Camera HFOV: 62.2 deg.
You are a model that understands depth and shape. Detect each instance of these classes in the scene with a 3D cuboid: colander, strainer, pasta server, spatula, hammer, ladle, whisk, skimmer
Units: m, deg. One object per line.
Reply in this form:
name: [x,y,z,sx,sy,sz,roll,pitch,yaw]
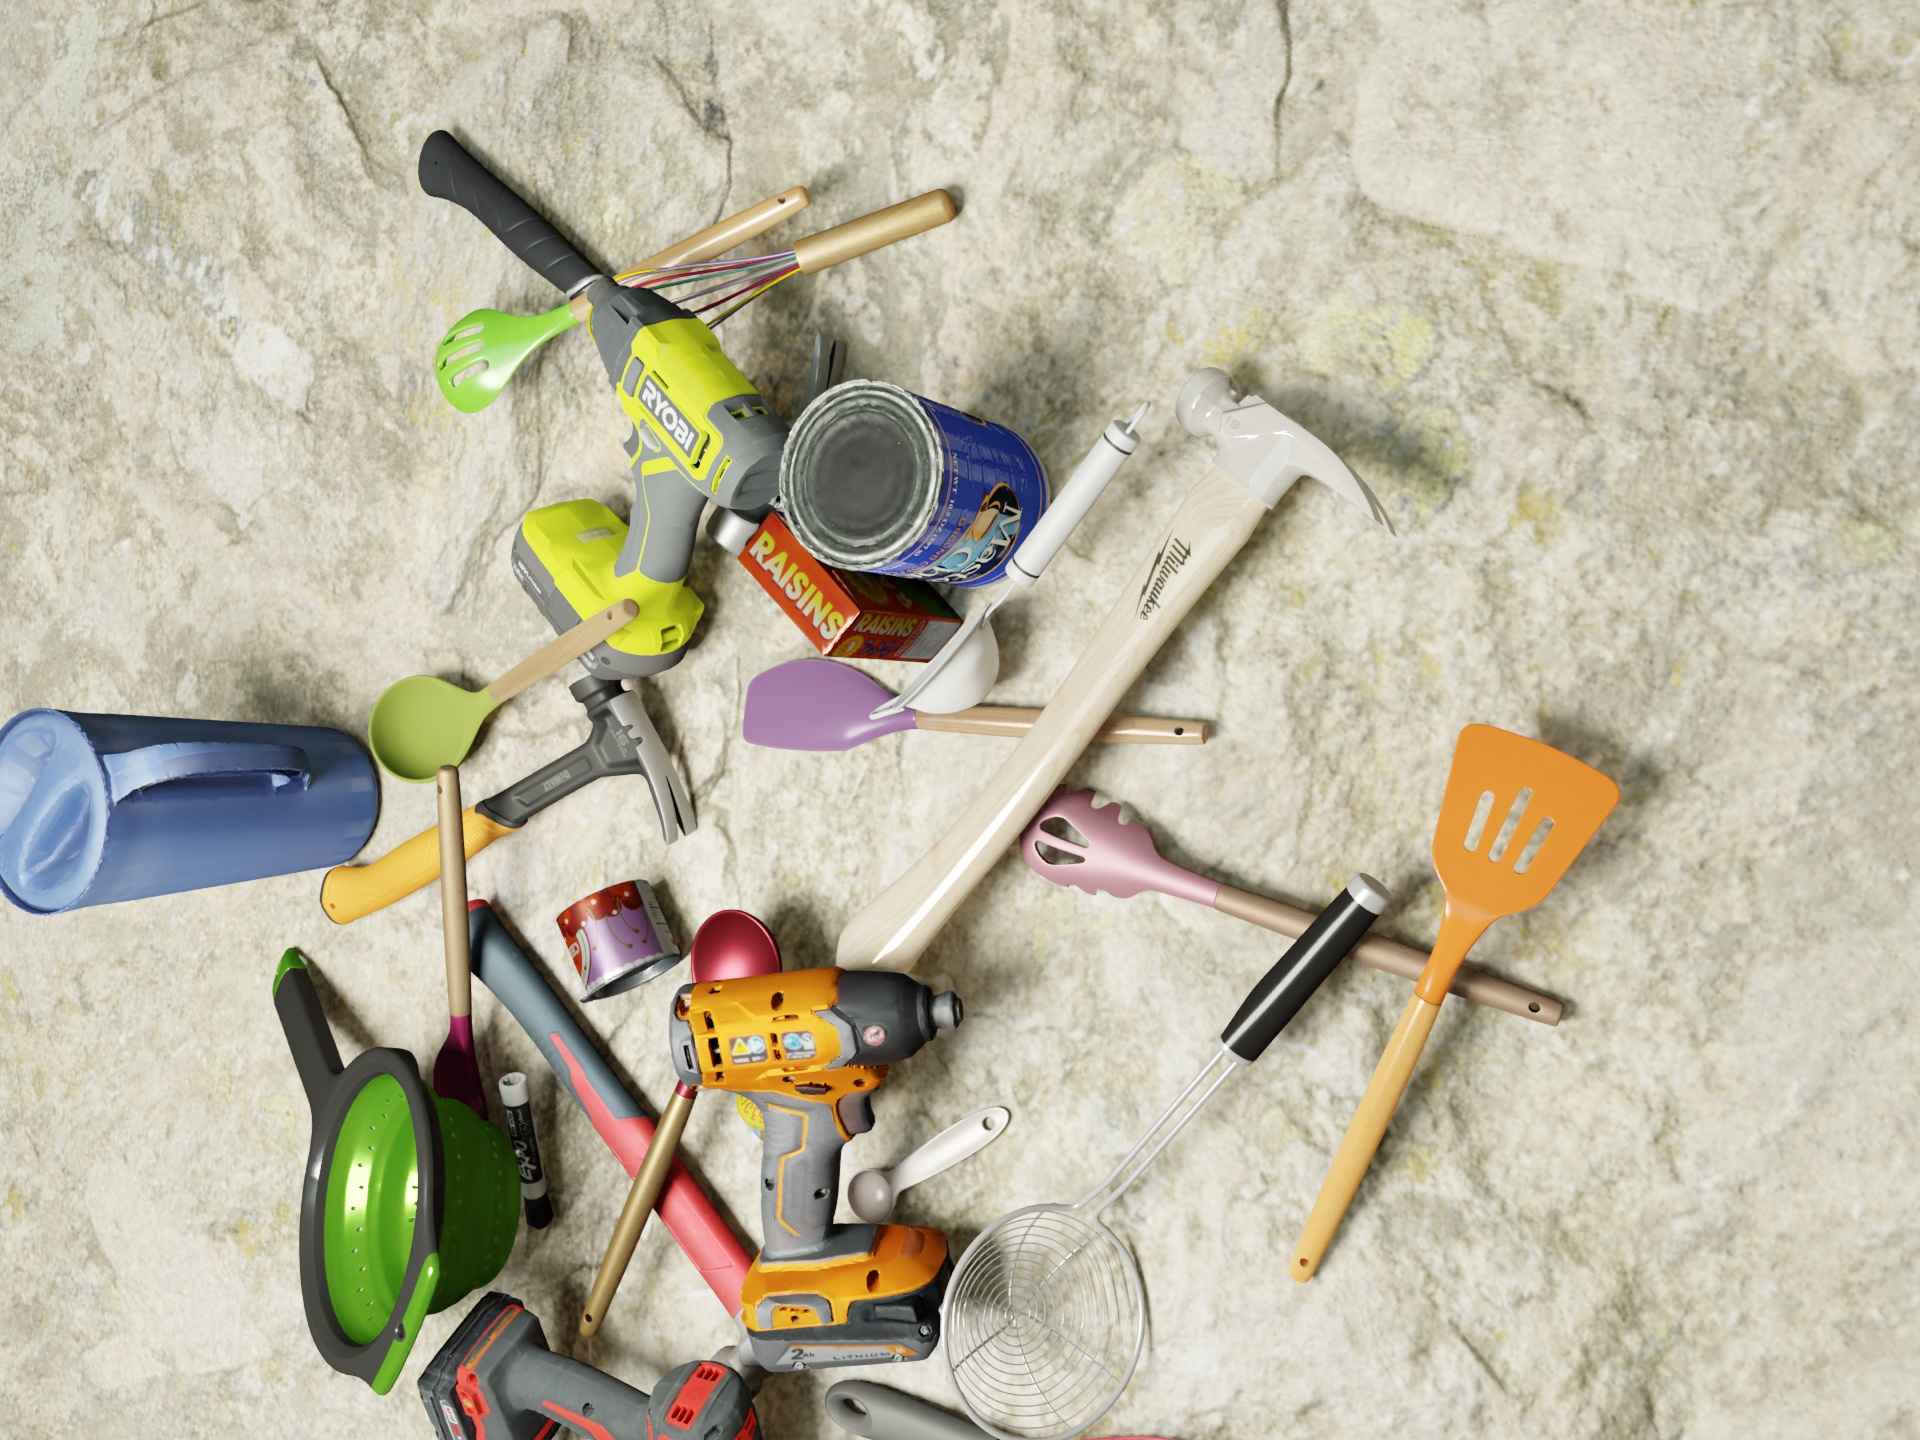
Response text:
colander: [-0.400,0.286,1.121,0.398,0.094,0.204,42,112,46]
strainer: [0.032,-0.077,0.903,0.050,0.087,0.258,36,120,-2]
pasta server: [0.170,0.105,0.876,0.316,0.040,0.060,18,98,22]
spatula: [0.235,0.160,0.824,0.081,0.041,0.322,25,112,18]
hammer: [-0.220,0.259,1.068,0.386,0.038,0.143,47,108,19]
ladle: [-0.184,0.261,1.017,0.069,0.031,0.315,28,102,23]
whisk: [0.039,0.434,0.927,0.296,0.073,0.073,2,91,33]
whisk: [-0.121,-0.283,0.987,0.245,0.051,0.047,-17,63,10]
hammer: [-0.240,-0.289,1.080,0.409,0.036,0.149,42,107,21]
ladle: [-0.304,-0.025,1.047,0.320,0.062,0.078,-22,80,47]
spatula: [-0.002,-0.003,0.967,0.316,0.018,0.060,4,84,28]
hammer: [-0.335,0.082,1.121,0.337,0.034,0.127,-26,93,28]
hammer: [0.065,0.007,0.889,0.410,0.038,0.146,-53,53,14]
skimmer: [0.118,0.238,0.853,0.127,0.090,0.363,29,110,-16]

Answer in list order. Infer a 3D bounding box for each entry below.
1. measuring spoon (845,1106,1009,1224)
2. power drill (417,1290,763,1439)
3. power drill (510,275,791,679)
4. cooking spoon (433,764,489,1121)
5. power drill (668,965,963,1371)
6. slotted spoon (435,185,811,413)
measuring spoon: [-0.018,0.271,0.981,0.124,0.018,0.034,-35,75,16]
power drill: [-0.219,0.470,1.019,0.227,0.080,0.187,6,122,23]
power drill: [-0.199,-0.148,0.989,0.171,0.080,0.223,49,133,17]
cooking spoon: [-0.346,0.179,1.101,0.069,0.017,0.318,20,116,36]
power drill: [-0.066,0.250,0.912,0.164,0.084,0.226,-8,102,9]
slotted spoon: [-0.232,-0.281,1.043,0.314,0.031,0.070,-18,78,23]
